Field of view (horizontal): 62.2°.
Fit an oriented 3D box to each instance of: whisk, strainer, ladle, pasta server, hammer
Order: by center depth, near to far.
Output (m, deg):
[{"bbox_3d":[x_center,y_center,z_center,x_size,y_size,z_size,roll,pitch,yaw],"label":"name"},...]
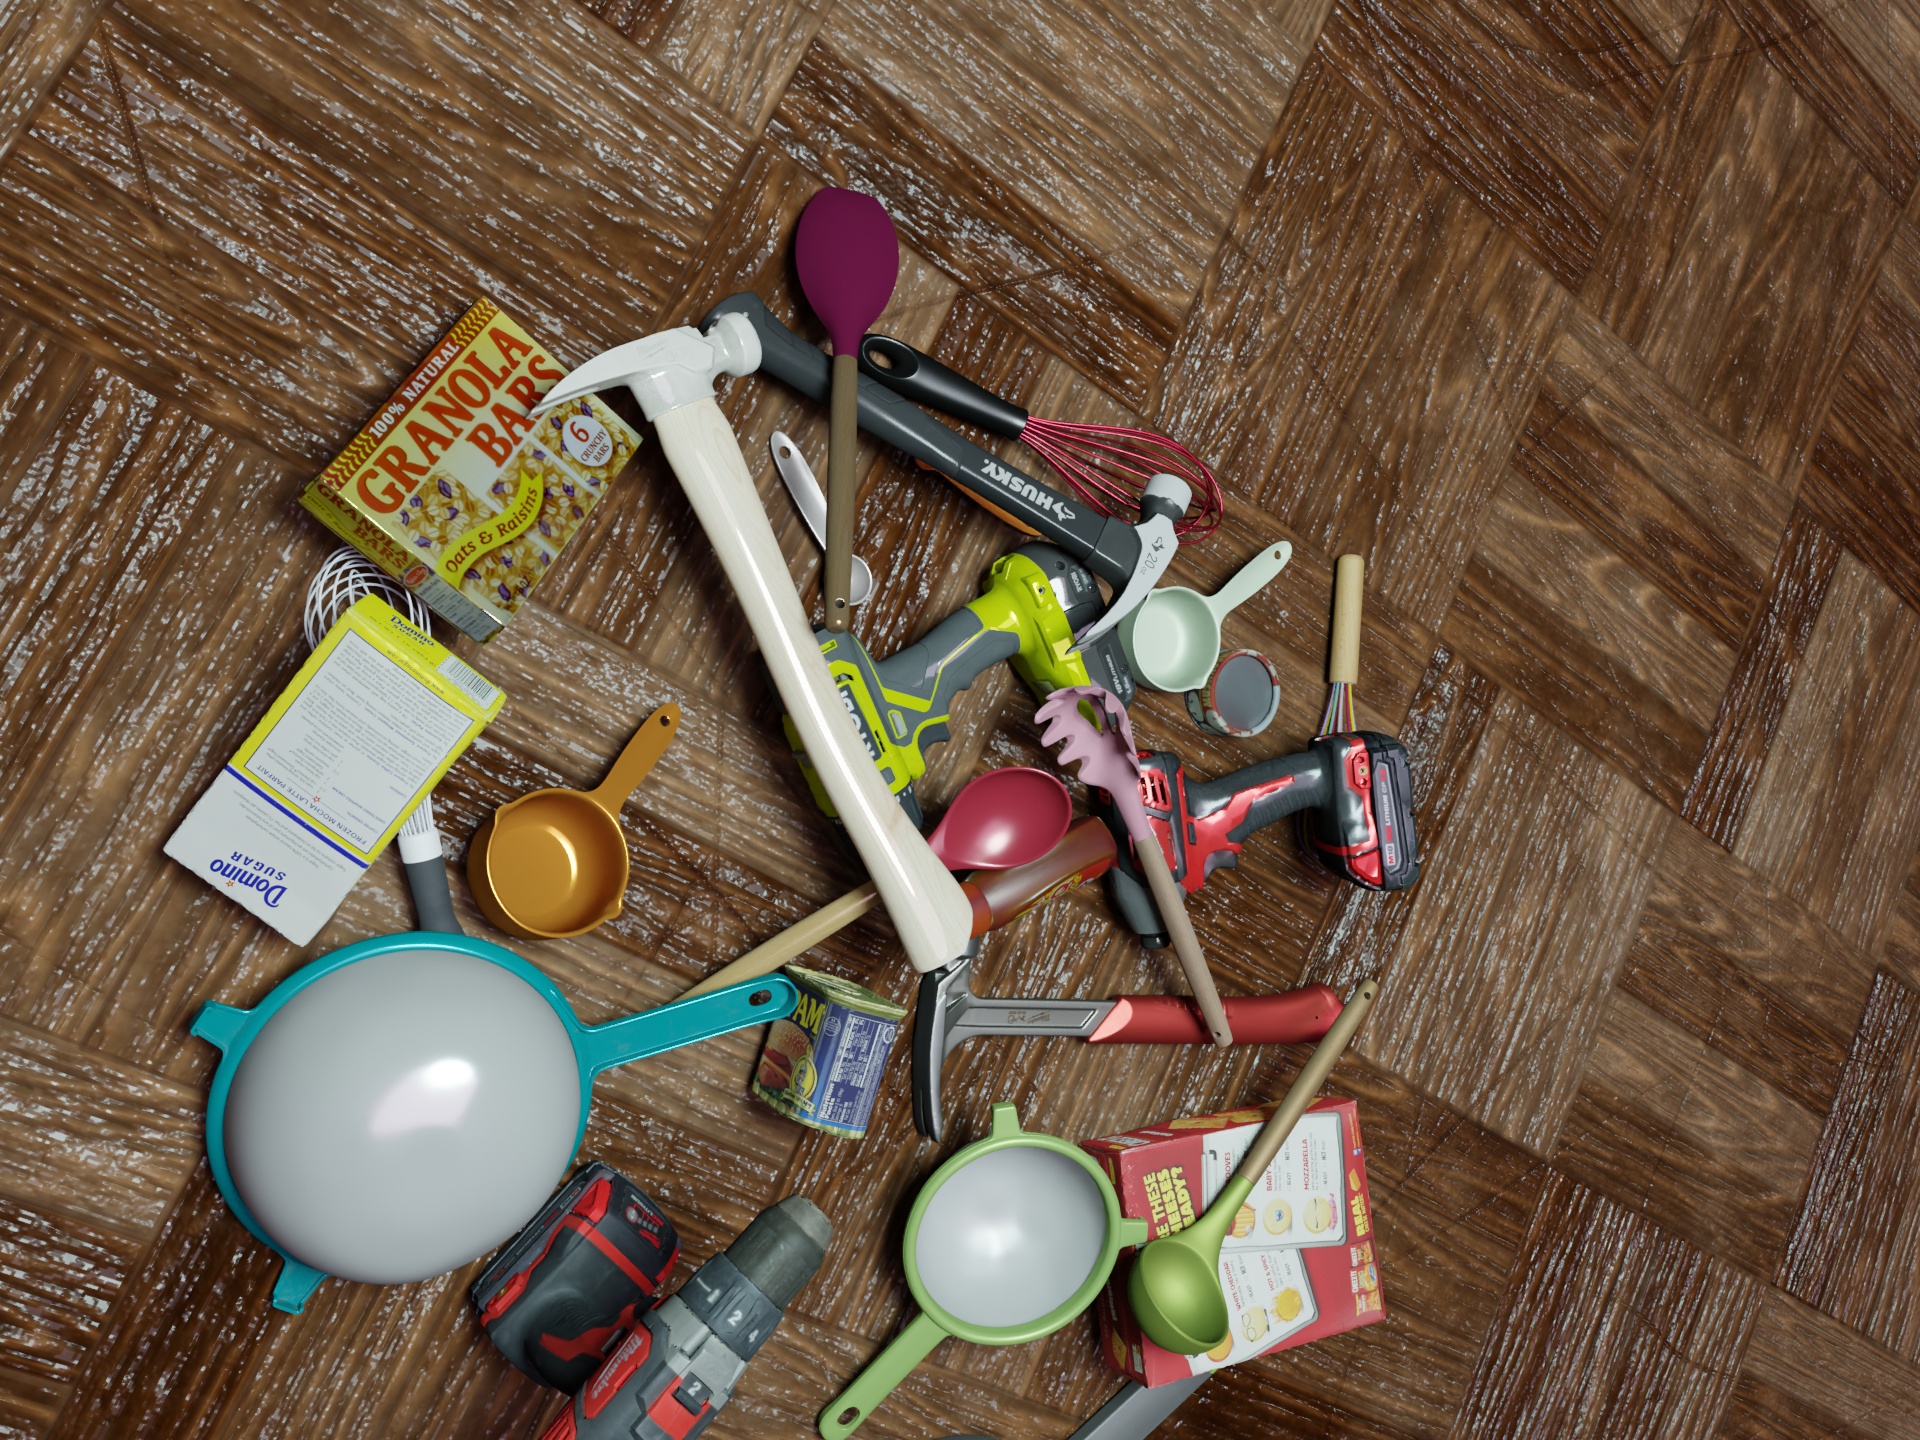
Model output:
[{"bbox_3d":[-0.244,0.216,0.903,0.340,0.095,0.211,-14,107,-21],"label":"strainer"},{"bbox_3d":[-0.316,0.040,0.911,0.070,0.070,0.284,-15,102,-26],"label":"whisk"},{"bbox_3d":[-0.106,-0.034,0.947,0.146,0.038,0.410,-28,96,-32],"label":"hammer"},{"bbox_3d":[-0.071,0.121,1.006,0.315,0.031,0.069,-31,108,-4],"label":"ladle"},{"bbox_3d":[-0.015,-0.171,1.020,0.334,0.035,0.146,29,63,-8],"label":"hammer"},{"bbox_3d":[-0.007,0.378,1.082,0.151,0.069,0.256,44,90,-17],"label":"strainer"},{"bbox_3d":[0.130,0.104,1.083,0.040,0.060,0.316,-54,128,-49],"label":"pasta server"},{"bbox_3d":[0.058,-0.196,1.099,0.295,0.073,0.073,22,81,-19],"label":"whisk"},{"bbox_3d":[0.219,0.302,1.117,0.078,0.062,0.320,42,63,-1],"label":"ladle"},{"bbox_3d":[0.134,0.227,1.157,0.359,0.037,0.149,7,88,-27],"label":"hammer"},{"bbox_3d":[0.299,-0.007,1.234,0.051,0.047,0.245,7,85,-26],"label":"whisk"}]

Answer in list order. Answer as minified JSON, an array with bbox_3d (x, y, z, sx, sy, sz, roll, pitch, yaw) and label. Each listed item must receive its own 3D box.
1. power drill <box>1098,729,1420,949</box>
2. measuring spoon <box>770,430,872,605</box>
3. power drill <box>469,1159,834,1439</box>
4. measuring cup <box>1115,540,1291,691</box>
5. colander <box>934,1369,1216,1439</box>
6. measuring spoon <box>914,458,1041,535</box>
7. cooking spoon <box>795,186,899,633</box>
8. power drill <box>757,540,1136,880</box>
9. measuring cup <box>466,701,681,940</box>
[{"bbox_3d":[0.211,0.083,1.149,0.219,0.078,0.143,-7,94,-9],"label":"power drill"},{"bbox_3d":[-0.096,-0.132,1.044,0.034,0.018,0.124,-30,98,-30],"label":"measuring spoon"},{"bbox_3d":[-0.175,0.322,0.892,0.188,0.227,0.080,-46,111,-18],"label":"power drill"},{"bbox_3d":[0.180,-0.084,1.174,0.167,0.038,0.083,-38,108,-23],"label":"measuring cup"},{"bbox_3d":[0.069,0.559,1.099,0.397,0.094,0.204,-33,106,-23],"label":"colander"},{"bbox_3d":[0.013,-0.159,1.102,0.116,0.011,0.021,29,77,-29],"label":"measuring spoon"},{"bbox_3d":[-0.071,-0.200,0.979,0.068,0.017,0.319,7,67,-17],"label":"cooking spoon"},{"bbox_3d":[-0.002,-0.003,1.060,0.228,0.080,0.190,-28,103,-21],"label":"power drill"},{"bbox_3d":[-0.228,0.057,0.963,0.095,0.052,0.174,45,54,-20],"label":"measuring cup"}]
